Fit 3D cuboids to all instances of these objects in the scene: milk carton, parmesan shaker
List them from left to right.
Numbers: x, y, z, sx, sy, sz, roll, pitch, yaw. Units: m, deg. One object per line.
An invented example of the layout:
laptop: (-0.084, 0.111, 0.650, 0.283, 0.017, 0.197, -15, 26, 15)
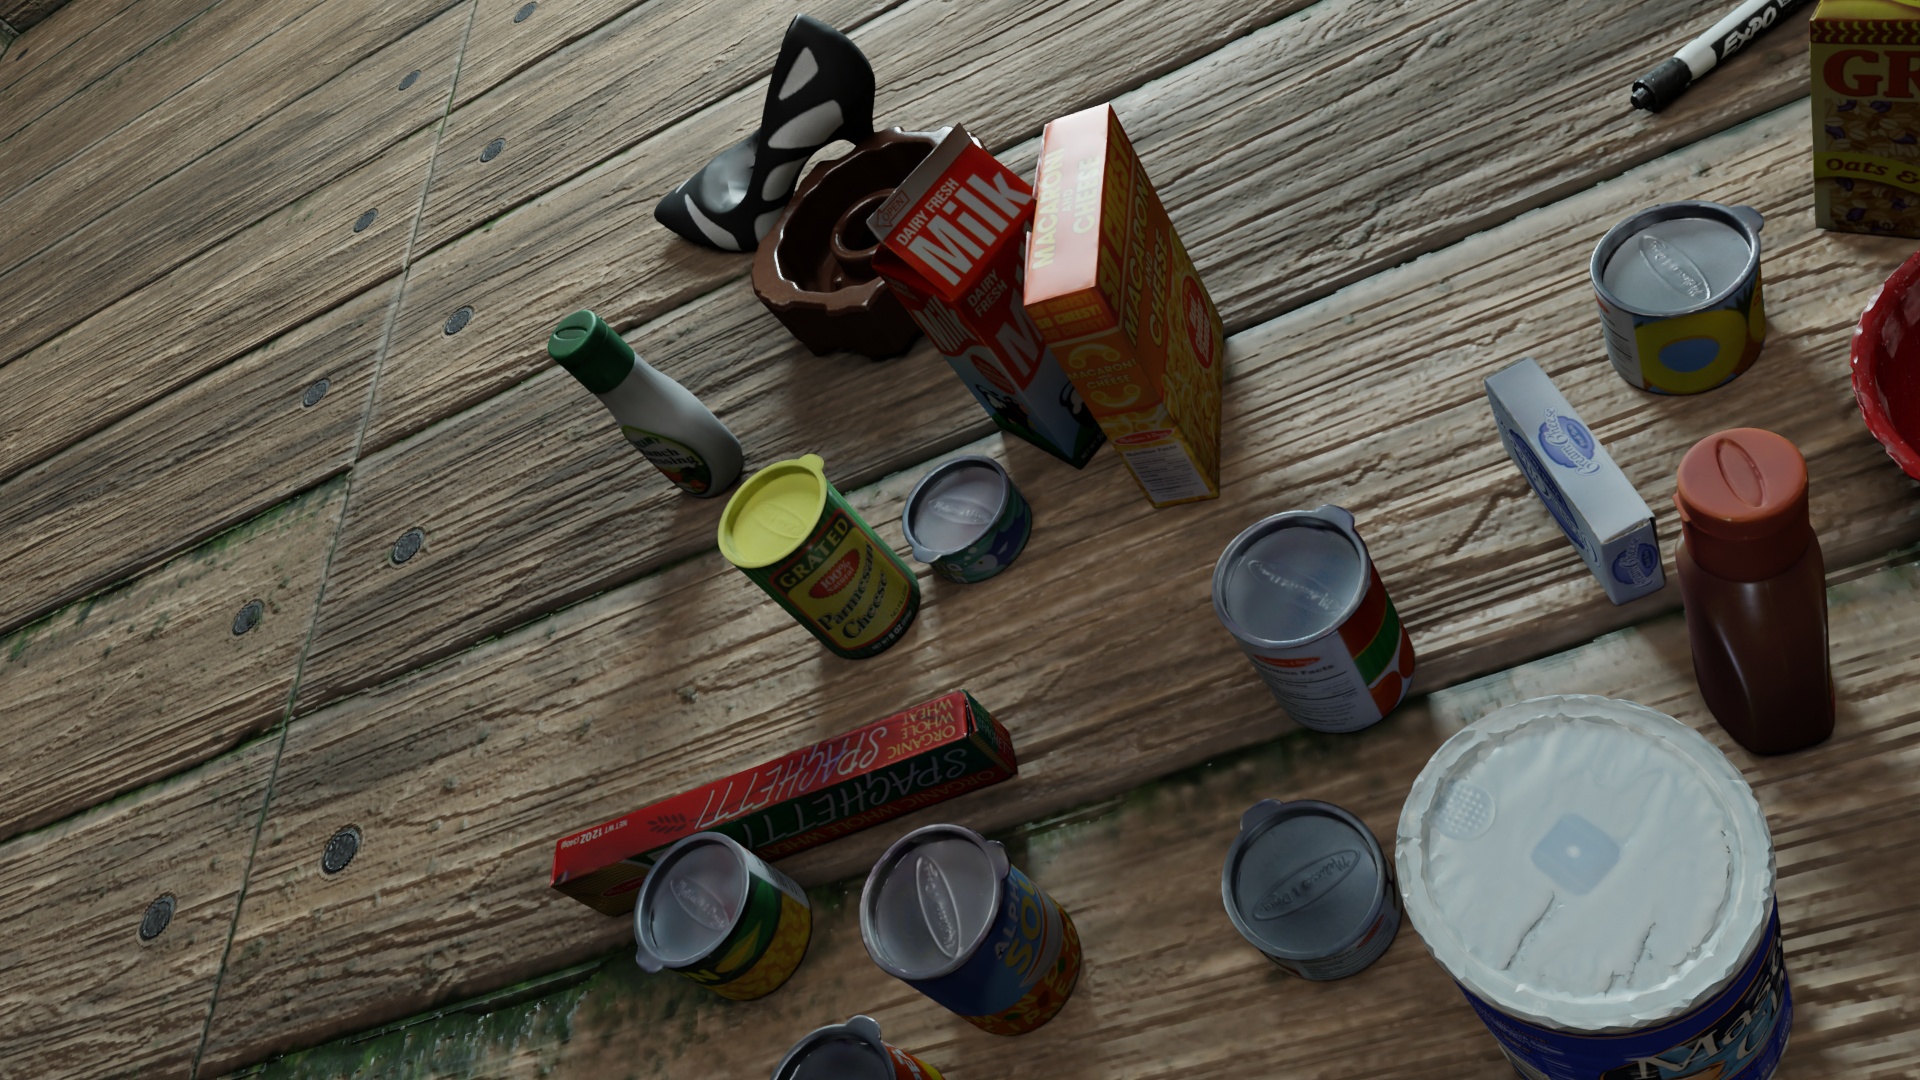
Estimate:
parmesan shaker: (-0.072, 0.010, 0.750, 0.071, 0.102, 0.071, -17, 50, 22)
milk carton: (0.022, -0.127, 0.731, 0.072, 0.190, 0.073, -50, 46, -8)

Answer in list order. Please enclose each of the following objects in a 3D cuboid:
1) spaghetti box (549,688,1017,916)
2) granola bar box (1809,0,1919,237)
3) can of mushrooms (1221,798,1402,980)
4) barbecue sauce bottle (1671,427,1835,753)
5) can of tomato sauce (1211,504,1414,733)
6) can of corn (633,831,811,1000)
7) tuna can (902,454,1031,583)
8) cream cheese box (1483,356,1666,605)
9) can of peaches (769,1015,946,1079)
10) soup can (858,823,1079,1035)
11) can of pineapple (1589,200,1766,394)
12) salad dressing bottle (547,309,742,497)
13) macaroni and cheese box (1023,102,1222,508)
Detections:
spaghetti box: (-0.093, 0.137, 0.705, 0.250, 0.050, 0.029, -22, 48, 17)
granola bar box: (0.433, -0.170, 0.546, 0.165, 0.124, 0.039, 19, 69, 40)
can of mushrooms: (0.142, 0.140, 0.564, 0.071, 0.033, 0.071, -17, 50, 22)
barbecue sauce bottle: (0.278, 0.018, 0.488, 0.043, 0.148, 0.065, -20, 49, 20)
can of tomato sauce: (0.155, 0.035, 0.600, 0.071, 0.083, 0.071, -17, 50, 22)
can of corn: (-0.116, 0.186, 0.678, 0.071, 0.058, 0.071, -17, 50, 22)
tuna can: (0.003, -0.010, 0.766, 0.071, 0.032, 0.071, -17, 50, 22)
cream cheese box: (0.263, -0.027, 0.597, 0.024, 0.053, 0.104, -28, 47, 13)
can of peaches: (-0.040, 0.243, 0.586, 0.071, 0.058, 0.071, -17, 50, 22)
soup can: (0.008, 0.167, 0.595, 0.071, 0.083, 0.072, -17, 50, 22)
can of pineapple: (0.321, -0.108, 0.617, 0.071, 0.057, 0.071, -17, 50, 22)
salad dressing bottle: (-0.196, -0.084, 0.868, 0.064, 0.147, 0.044, 5, 61, 35)
macaroni and cheese box: (0.086, -0.113, 0.696, 0.040, 0.166, 0.124, -11, 53, 26)
